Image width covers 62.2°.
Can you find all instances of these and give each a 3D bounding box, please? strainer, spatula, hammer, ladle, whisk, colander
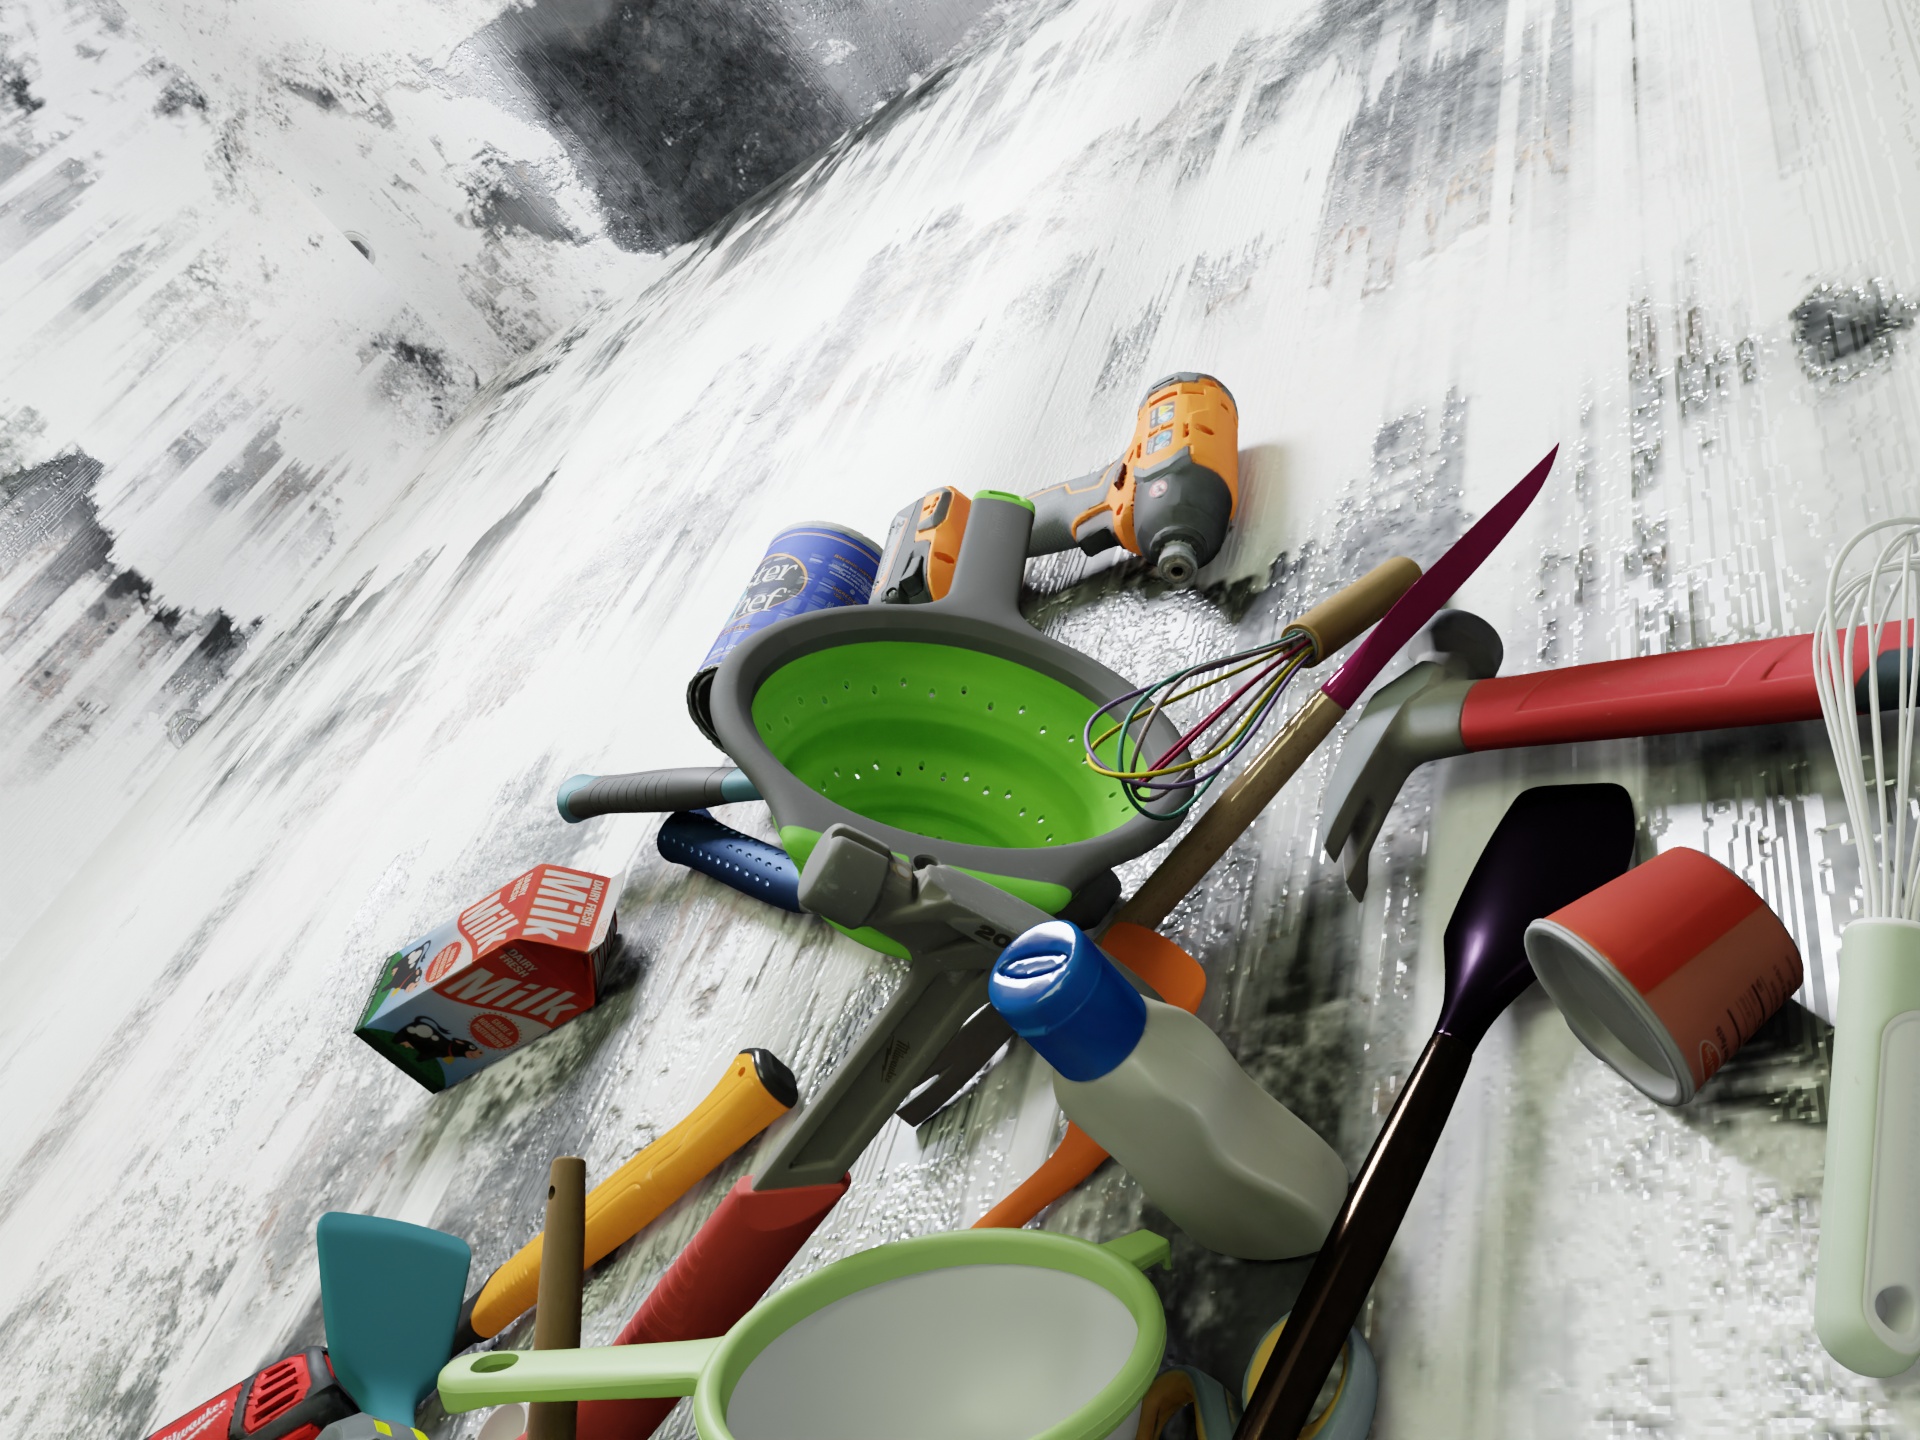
[{"bbox_3d":[-0.054,0.235,0.521,0.256,0.069,0.151,-10,8,17],"label":"strainer"},{"bbox_3d":[-0.015,0.216,0.614,0.322,0.041,0.081,-47,21,-8],"label":"spatula"},{"bbox_3d":[-0.211,0.330,0.651,0.044,0.082,0.318,-54,40,6],"label":"spatula"},{"bbox_3d":[-0.215,0.281,0.789,0.337,0.034,0.127,-39,26,5],"label":"hammer"},{"bbox_3d":[0.301,-0.008,0.514,0.386,0.038,0.143,-9,34,45],"label":"hammer"},{"bbox_3d":[0.152,0.126,0.517,0.060,0.018,0.316,-6,37,49],"label":"spatula"},{"bbox_3d":[-0.153,0.307,0.536,0.078,0.062,0.320,-32,50,40],"label":"ladle"},{"bbox_3d":[0.137,-0.022,0.674,0.245,0.051,0.047,-30,0,-42],"label":"whisk"},{"bbox_3d":[0.258,0.051,0.436,0.059,0.057,0.246,133,154,-69],"label":"whisk"},{"bbox_3d":[-0.079,0.101,0.870,0.144,0.035,0.406,-51,28,-17],"label":"hammer"},{"bbox_3d":[-0.074,0.205,0.608,0.359,0.149,0.037,-54,15,20],"label":"hammer"},{"bbox_3d":[-0.001,-0.002,0.754,0.397,0.204,0.094,-78,1,-60],"label":"colander"},{"bbox_3d":[-0.147,0.041,0.980,0.331,0.033,0.128,-6,21,43],"label":"hammer"}]

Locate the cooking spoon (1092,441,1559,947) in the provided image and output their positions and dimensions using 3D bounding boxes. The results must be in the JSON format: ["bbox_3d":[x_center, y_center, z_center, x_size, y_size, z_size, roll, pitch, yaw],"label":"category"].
[{"bbox_3d":[0.139,0.011,0.664,0.319,0.017,0.068,-50,-10,12],"label":"cooking spoon"}]

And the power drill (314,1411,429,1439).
[{"bbox_3d":[-0.080,0.264,0.426,0.228,0.190,0.080,-20,42,59],"label":"power drill"}]

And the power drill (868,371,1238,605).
[{"bbox_3d":[0.059,-0.106,0.944,0.226,0.084,0.164,-23,34,27],"label":"power drill"}]

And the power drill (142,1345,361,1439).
[{"bbox_3d":[-0.297,0.369,0.646,0.143,0.078,0.220,-28,33,-20],"label":"power drill"}]

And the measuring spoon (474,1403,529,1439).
[{"bbox_3d":[-0.189,0.349,0.685,0.034,0.018,0.124,-40,34,3],"label":"measuring spoon"}]
